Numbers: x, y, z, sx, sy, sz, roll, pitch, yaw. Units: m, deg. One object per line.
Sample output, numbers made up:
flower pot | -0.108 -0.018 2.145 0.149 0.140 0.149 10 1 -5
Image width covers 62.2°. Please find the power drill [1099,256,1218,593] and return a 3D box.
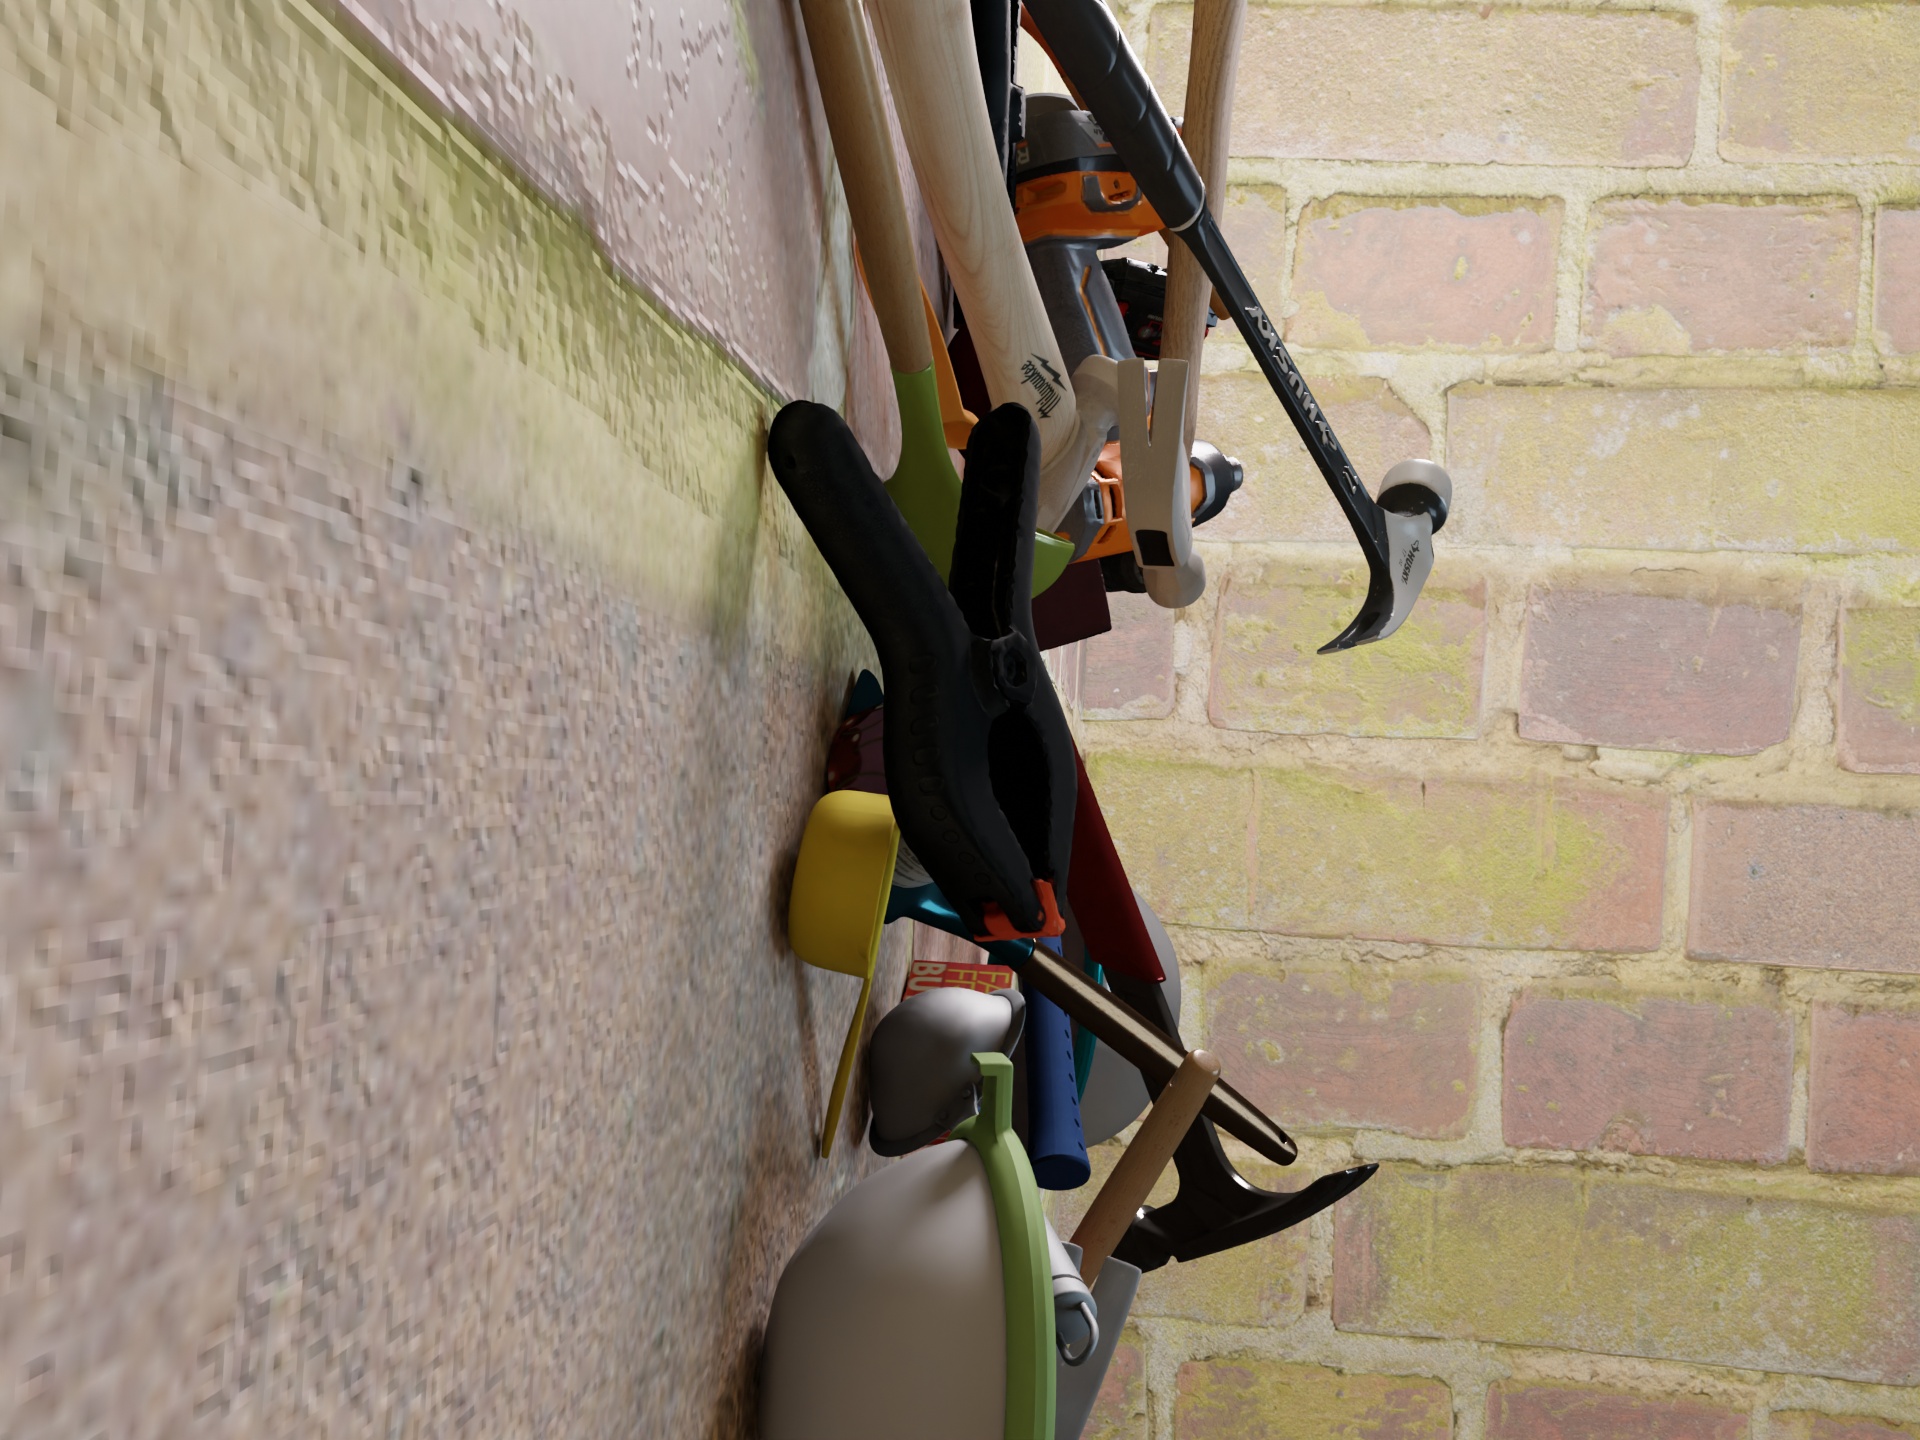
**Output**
power drill | 0.109 -0.196 1.098 0.188 0.080 0.226 -151 -108 -66

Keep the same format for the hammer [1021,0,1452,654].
hammer | 0.102 -0.203 0.681 0.408 0.036 0.149 52 44 -25

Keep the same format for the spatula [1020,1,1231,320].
spatula | 0.083 -0.353 0.897 0.322 0.041 0.081 47 36 -34

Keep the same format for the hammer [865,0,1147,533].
hammer | 0.002 -0.178 0.605 0.146 0.038 0.410 -55 159 -11

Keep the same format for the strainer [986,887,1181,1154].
strainer | 0.074 0.251 1.051 0.211 0.095 0.340 -135 -124 -72

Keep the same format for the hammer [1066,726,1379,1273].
hammer | 0.080 0.090 0.820 0.036 0.149 0.359 5 58 -47

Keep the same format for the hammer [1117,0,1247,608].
hammer | 0.114 -0.231 0.785 0.130 0.031 0.331 57 39 -64

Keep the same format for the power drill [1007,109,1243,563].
power drill | 0.089 -0.207 0.873 0.164 0.084 0.226 -15 102 -40

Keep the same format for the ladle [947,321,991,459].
ladle | 0.011 -0.108 0.870 0.315 0.031 0.069 84 8 -63

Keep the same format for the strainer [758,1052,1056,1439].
strainer | -0.036 0.225 0.507 0.256 0.069 0.152 111 -19 -47

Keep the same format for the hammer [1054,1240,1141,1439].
hammer | 0.017 0.222 0.718 0.386 0.038 0.143 -98 -150 -82

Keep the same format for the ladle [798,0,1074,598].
ladle | -0.014 -0.146 0.521 0.062 0.078 0.319 -53 152 -25

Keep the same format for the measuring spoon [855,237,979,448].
measuring spoon | -0.014 -0.140 0.583 0.116 0.021 0.011 61 31 -55

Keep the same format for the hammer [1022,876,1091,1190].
hammer | 0.046 0.084 0.959 0.144 0.035 0.406 91 -2 -50

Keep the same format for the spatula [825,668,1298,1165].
spatula | 0.049 0.104 0.640 0.317 0.044 0.082 40 41 -28

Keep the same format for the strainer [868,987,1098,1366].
strainer | 0.005 0.152 0.583 0.050 0.087 0.259 46 -1 -20

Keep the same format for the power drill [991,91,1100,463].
power drill | 0.057 -0.246 0.999 0.190 0.080 0.228 48 43 -79

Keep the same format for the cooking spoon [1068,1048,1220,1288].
cooking spoon | 0.039 0.252 0.678 0.069 0.017 0.318 -76 -172 -58

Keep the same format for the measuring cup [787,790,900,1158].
measuring cup | -0.044 0.088 0.518 0.062 0.029 0.156 -78 180 -55
